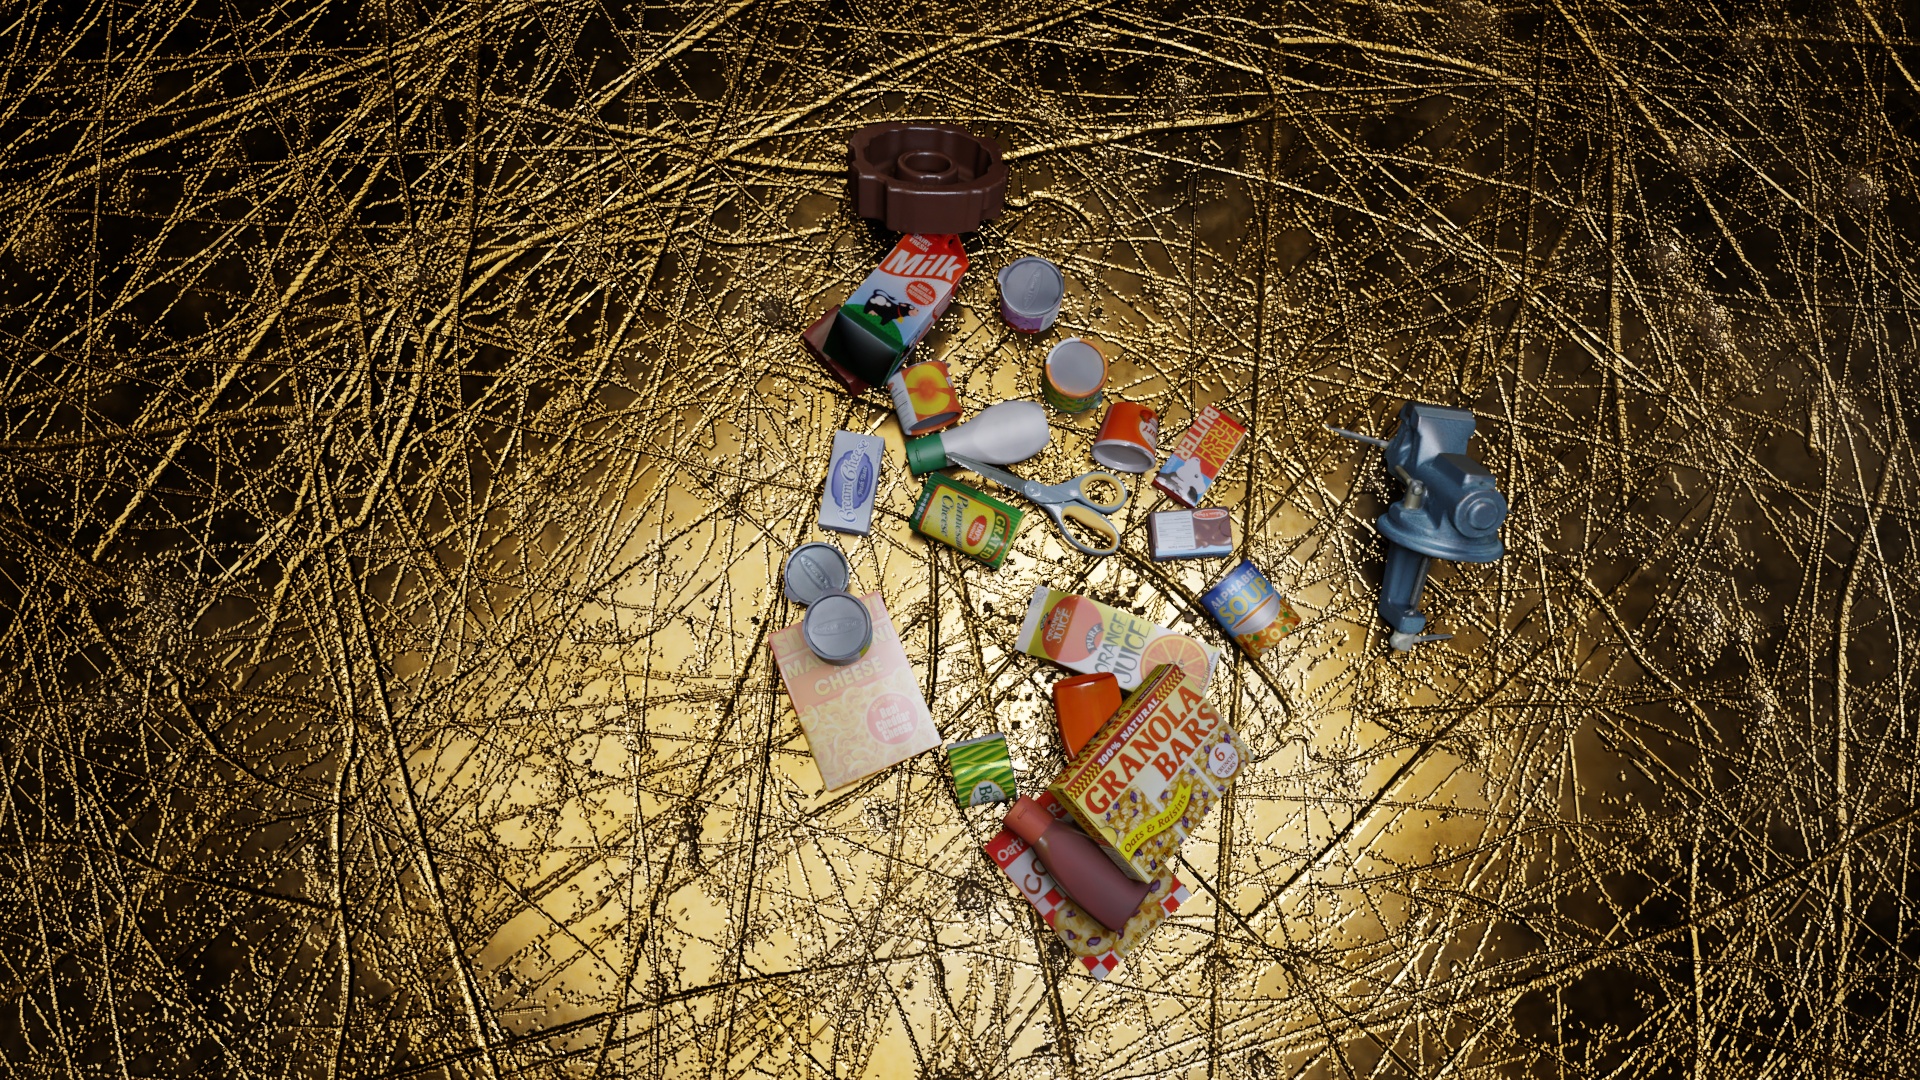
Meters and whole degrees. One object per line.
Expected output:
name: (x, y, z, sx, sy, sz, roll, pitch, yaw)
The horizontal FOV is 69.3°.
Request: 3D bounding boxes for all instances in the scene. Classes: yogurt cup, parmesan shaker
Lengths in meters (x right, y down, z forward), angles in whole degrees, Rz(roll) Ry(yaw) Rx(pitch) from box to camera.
yogurt cup: (0.173, -0.108, 1.440, 0.072, 0.072, 0.054, 14, 70, 1)
parmesan shaker: (0.005, -0.018, 1.414, 0.103, 0.071, 0.071, 24, 79, 4)

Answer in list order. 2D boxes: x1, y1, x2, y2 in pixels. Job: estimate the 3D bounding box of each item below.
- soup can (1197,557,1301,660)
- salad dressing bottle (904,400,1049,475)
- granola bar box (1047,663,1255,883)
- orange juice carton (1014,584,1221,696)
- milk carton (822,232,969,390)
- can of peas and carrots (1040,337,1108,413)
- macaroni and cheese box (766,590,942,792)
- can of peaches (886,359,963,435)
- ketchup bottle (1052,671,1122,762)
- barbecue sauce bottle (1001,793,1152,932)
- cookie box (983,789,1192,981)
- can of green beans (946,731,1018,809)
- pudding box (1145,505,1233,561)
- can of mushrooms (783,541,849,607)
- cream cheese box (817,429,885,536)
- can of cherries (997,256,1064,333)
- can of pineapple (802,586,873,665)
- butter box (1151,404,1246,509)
soup can: (0.292, 0.069, 1.400, 0.071, 0.071, 0.084, -40, 82, -9)
salad dressing bottle: (0.017, -0.104, 1.443, 0.148, 0.044, 0.064, -15, 92, -4)
granola bar box: (0.180, 0.215, 1.295, 0.166, 0.039, 0.124, -45, 101, -19)
orange juice carton: (0.155, 0.110, 1.386, 0.193, 0.073, 0.072, 21, 81, 3)
milk carton: (-0.055, -0.251, 1.424, 0.073, 0.072, 0.191, 35, 55, 0)
can of peas and carrots: (0.121, -0.171, 1.453, 0.071, 0.058, 0.071, 0, 79, -1)
macaroni and cheese box: (-0.106, 0.150, 1.386, 0.124, 0.040, 0.166, -22, 80, -6)
can of peaches: (-0.034, -0.148, 1.439, 0.071, 0.071, 0.058, -18, 80, -5)
ketchup bottle: (0.131, 0.203, 1.325, 0.065, 0.043, 0.148, -11, 92, -6)
barbecue sauce bottle: (0.107, 0.301, 1.317, 0.148, 0.043, 0.065, 39, 79, 6)
cookie box: (0.122, 0.323, 1.357, 0.123, 0.040, 0.167, -40, 82, -9)
can of green beans: (0.021, 0.225, 1.361, 0.058, 0.071, 0.071, -12, 79, -4)
pudding box: (0.237, -0.006, 1.436, 0.084, 0.030, 0.050, -4, 77, -3)
can of mushrooms: (-0.148, 0.037, 1.413, 0.071, 0.033, 0.071, 0, 78, -2)
cream cheese box: (-0.113, -0.059, 1.439, 0.053, 0.024, 0.104, 9, 78, 2)
can of cherries: (0.072, -0.261, 1.471, 0.071, 0.058, 0.071, 0, 79, -1)
can of pineapple: (-0.118, 0.085, 1.348, 0.071, 0.057, 0.071, 0, 78, -2)
butter box: (0.251, -0.087, 1.457, 0.053, 0.024, 0.103, 35, 79, 5)
